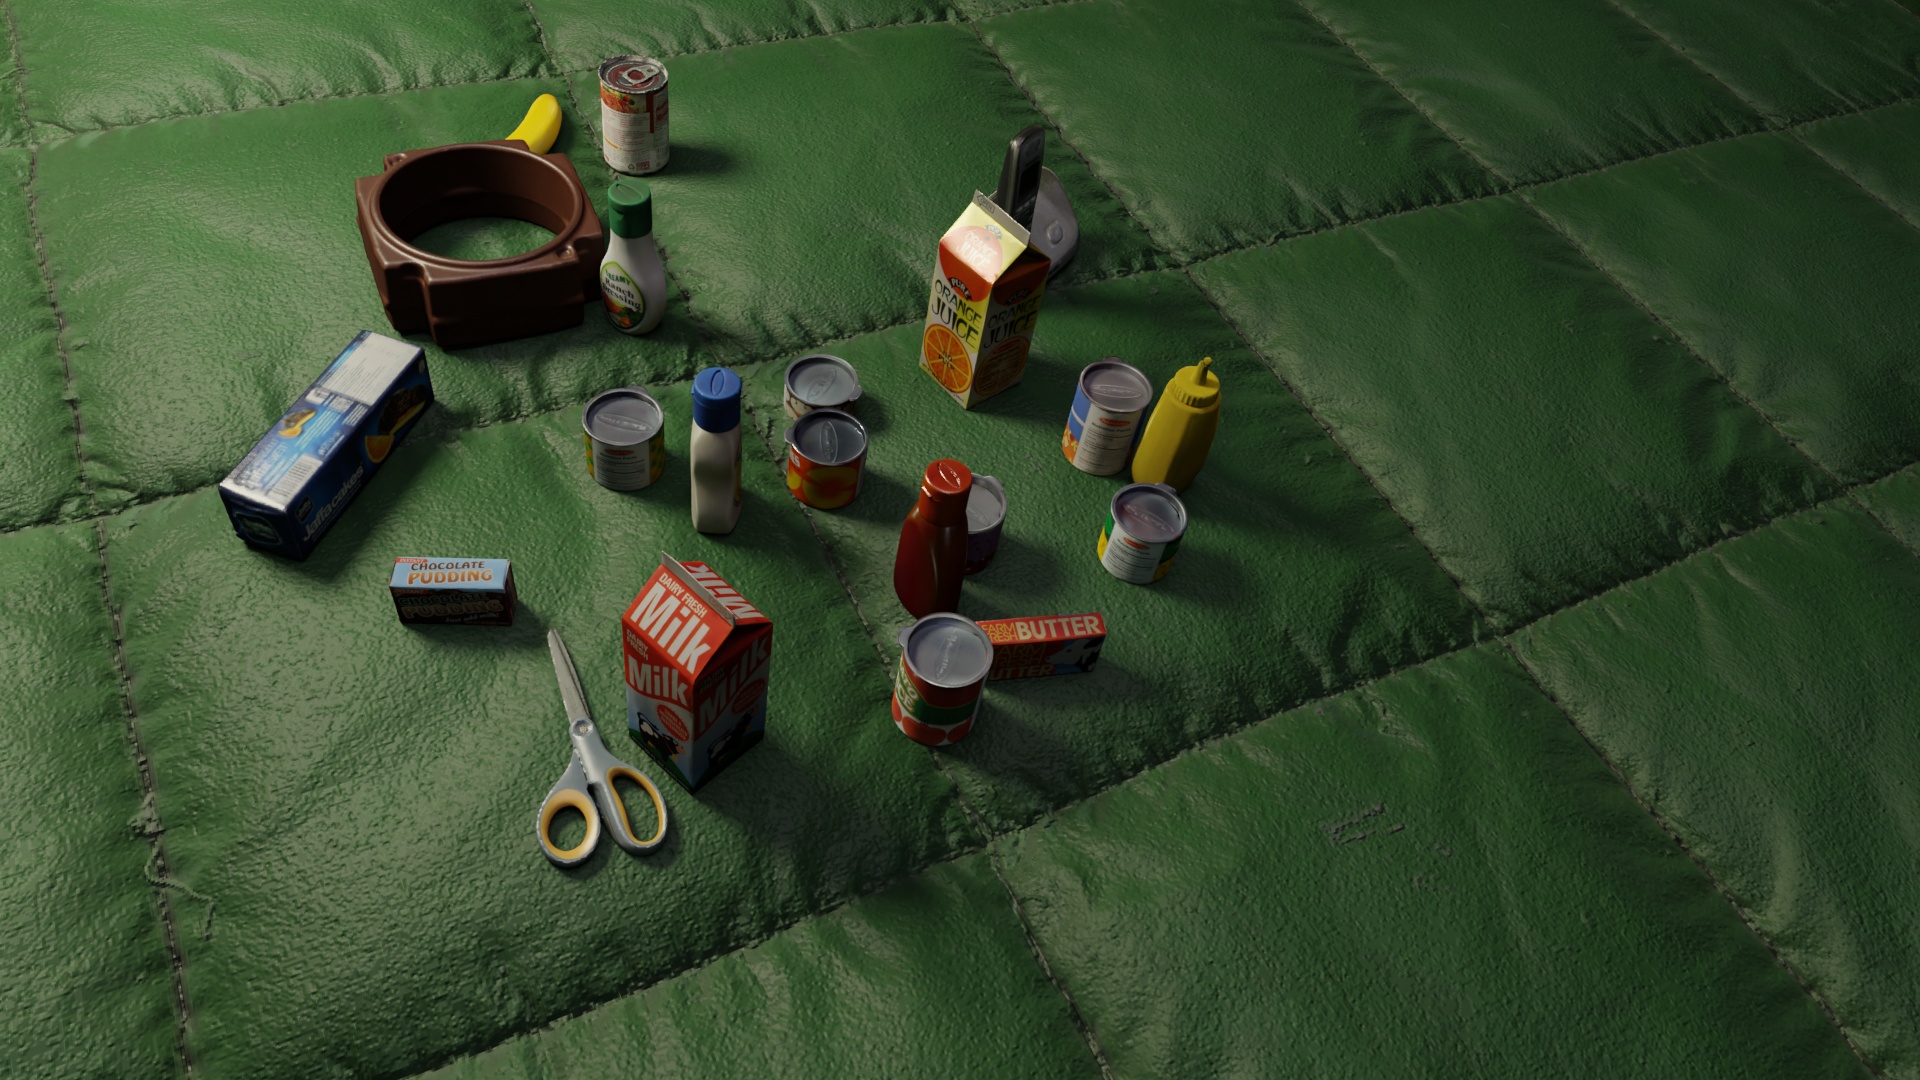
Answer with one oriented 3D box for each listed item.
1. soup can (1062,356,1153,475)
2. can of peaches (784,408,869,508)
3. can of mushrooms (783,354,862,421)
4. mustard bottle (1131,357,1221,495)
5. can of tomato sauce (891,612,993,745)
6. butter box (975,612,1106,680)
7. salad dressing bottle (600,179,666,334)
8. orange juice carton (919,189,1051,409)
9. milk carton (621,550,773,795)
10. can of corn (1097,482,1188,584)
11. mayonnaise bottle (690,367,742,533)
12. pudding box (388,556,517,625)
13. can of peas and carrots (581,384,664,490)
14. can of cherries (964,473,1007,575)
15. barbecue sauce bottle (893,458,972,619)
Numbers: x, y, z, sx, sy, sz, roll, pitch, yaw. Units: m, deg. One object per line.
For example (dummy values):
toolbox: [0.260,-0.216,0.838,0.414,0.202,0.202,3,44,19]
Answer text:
soup can: [0.131,-0.111,1.246,0.071,0.083,0.072,5,50,-6]
can of peaches: [-0.116,-0.069,1.181,0.071,0.057,0.071,5,49,-6]
can of mushrooms: [-0.124,-0.132,1.249,0.071,0.033,0.071,5,49,-6]
mustard bottle: [0.193,-0.103,1.201,0.065,0.159,0.049,-32,62,-31]
can of tomato sauce: [-0.017,0.104,1.036,0.071,0.082,0.071,5,50,-6]
butter box: [0.059,0.083,1.088,0.104,0.052,0.024,-3,51,-13]
salad dressing bottle: [-0.294,-0.253,1.244,0.064,0.146,0.044,31,52,15]
orange juice carton: [0.023,-0.218,1.245,0.073,0.191,0.072,-30,61,-30]
milk carton: [-0.180,0.086,0.951,0.072,0.189,0.074,38,54,20]
can of corn: [0.155,-0.007,1.179,0.071,0.058,0.071,5,49,-6]
mayonnaise bottle: [-0.194,-0.073,1.110,0.041,0.147,0.065,6,50,-6]
pudding box: [-0.381,0.038,1.046,0.084,0.049,0.030,2,50,-9]
can of peas and carrots: [-0.281,-0.086,1.164,0.071,0.058,0.071,5,49,-6]
can of cherries: [0.004,-0.015,1.157,0.071,0.058,0.072,5,49,-6]
barbecue sauce bottle: [-0.019,-0.001,1.082,0.044,0.147,0.065,-21,57,-26]
